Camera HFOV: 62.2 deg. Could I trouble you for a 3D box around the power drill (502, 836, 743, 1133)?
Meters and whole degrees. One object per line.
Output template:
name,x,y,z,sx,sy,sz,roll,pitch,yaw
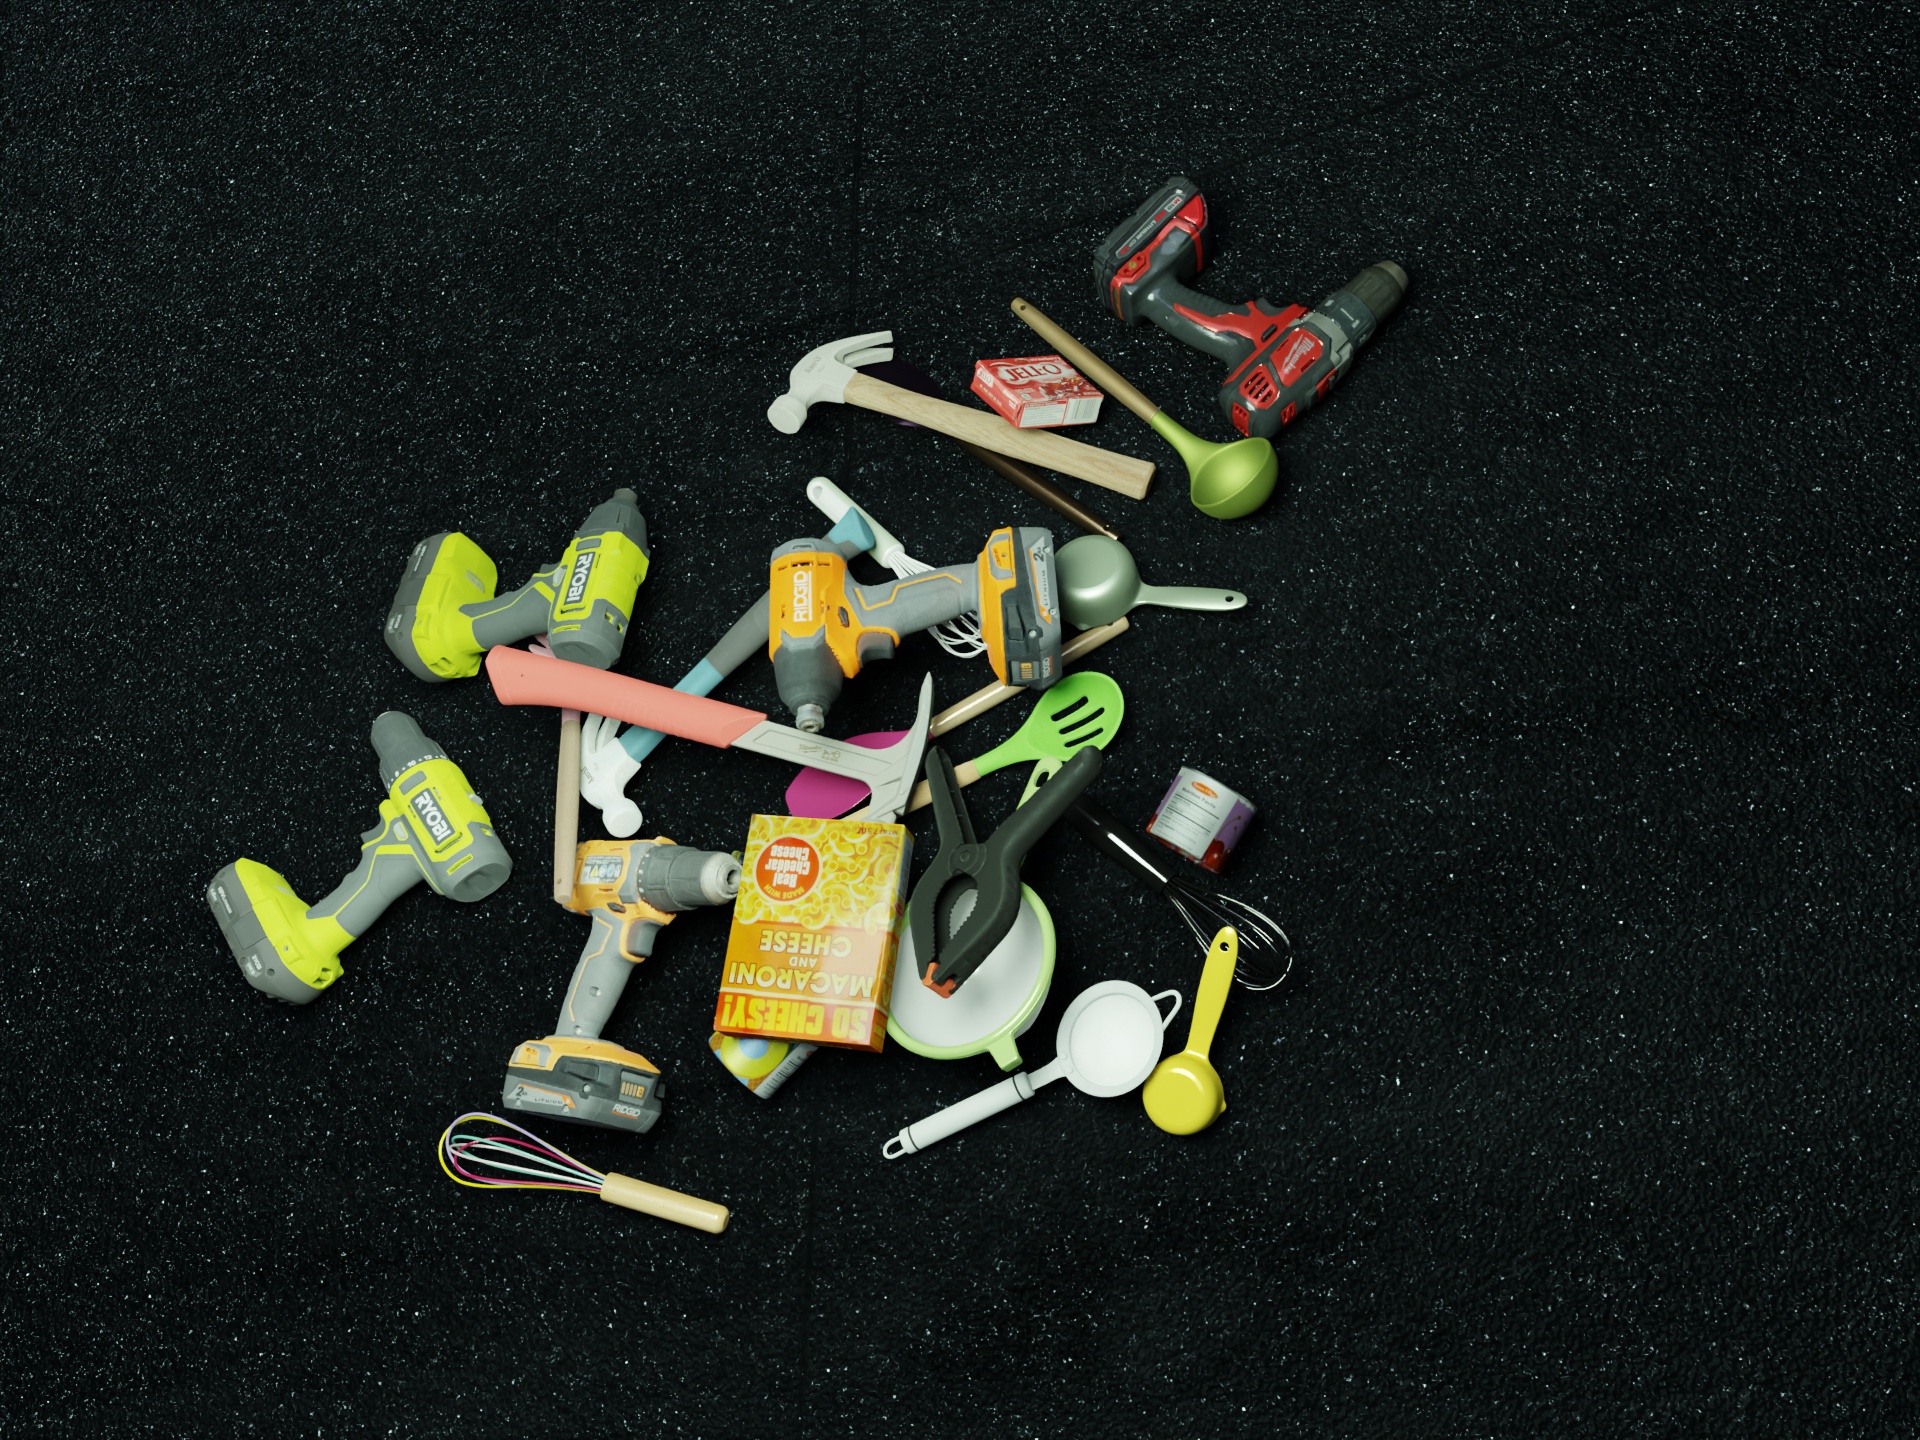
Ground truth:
power drill,-0.257,0.200,1.240,0.185,0.084,0.226,-5,65,38

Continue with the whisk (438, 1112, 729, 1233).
whisk,-0.296,0.360,1.238,0.245,0.051,0.047,12,39,13

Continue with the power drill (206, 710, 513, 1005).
power drill,-0.519,0.116,1.365,0.228,0.080,0.191,-37,66,-4

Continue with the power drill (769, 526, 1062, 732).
power drill,-0.036,-0.069,1.236,0.226,0.084,0.164,-4,58,2

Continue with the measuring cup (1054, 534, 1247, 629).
measuring cup,0.148,-0.112,1.287,0.168,0.038,0.083,7,60,25

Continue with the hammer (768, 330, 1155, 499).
hammer,0.009,-0.257,1.374,0.331,0.031,0.130,20,55,13

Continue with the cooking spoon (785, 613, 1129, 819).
cooking spoon,-0.002,-0.004,1.310,0.319,0.017,0.069,-30,49,2

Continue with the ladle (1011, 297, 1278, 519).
ladle,0.146,-0.278,1.356,0.078,0.062,0.320,-45,64,1

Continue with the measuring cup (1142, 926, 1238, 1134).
measuring cup,0.172,0.225,1.149,0.062,0.029,0.156,16,96,24

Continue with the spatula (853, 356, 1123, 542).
spatula,0.019,-0.240,1.392,0.316,0.018,0.060,38,73,23

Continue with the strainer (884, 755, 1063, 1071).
strainer,0.034,0.150,1.222,0.151,0.069,0.256,8,62,35

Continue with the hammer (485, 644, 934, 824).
hammer,-0.205,-0.009,1.278,0.359,0.036,0.149,15,80,5

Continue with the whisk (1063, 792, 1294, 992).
whisk,0.158,0.123,1.210,0.239,0.055,0.055,39,83,27

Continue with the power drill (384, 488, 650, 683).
power drill,-0.377,-0.116,1.384,0.223,0.080,0.171,-7,57,24

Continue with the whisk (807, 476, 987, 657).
whisk,-0.053,-0.136,1.359,0.247,0.059,0.057,43,113,28

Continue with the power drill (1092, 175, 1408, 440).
power drill,0.245,-0.364,1.352,0.188,0.080,0.227,-44,69,-4

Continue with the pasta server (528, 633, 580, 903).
pasta server,-0.330,0.020,1.325,0.060,0.040,0.317,-26,45,16

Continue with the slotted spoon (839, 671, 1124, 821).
slotted spoon,-0.010,0.048,1.290,0.314,0.031,0.070,-25,66,6

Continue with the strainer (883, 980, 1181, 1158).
strainer,0.055,0.268,1.185,0.258,0.050,0.087,-28,52,9

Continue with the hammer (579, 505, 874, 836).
hammer,-0.196,-0.053,1.339,0.331,0.033,0.128,-44,46,-1
